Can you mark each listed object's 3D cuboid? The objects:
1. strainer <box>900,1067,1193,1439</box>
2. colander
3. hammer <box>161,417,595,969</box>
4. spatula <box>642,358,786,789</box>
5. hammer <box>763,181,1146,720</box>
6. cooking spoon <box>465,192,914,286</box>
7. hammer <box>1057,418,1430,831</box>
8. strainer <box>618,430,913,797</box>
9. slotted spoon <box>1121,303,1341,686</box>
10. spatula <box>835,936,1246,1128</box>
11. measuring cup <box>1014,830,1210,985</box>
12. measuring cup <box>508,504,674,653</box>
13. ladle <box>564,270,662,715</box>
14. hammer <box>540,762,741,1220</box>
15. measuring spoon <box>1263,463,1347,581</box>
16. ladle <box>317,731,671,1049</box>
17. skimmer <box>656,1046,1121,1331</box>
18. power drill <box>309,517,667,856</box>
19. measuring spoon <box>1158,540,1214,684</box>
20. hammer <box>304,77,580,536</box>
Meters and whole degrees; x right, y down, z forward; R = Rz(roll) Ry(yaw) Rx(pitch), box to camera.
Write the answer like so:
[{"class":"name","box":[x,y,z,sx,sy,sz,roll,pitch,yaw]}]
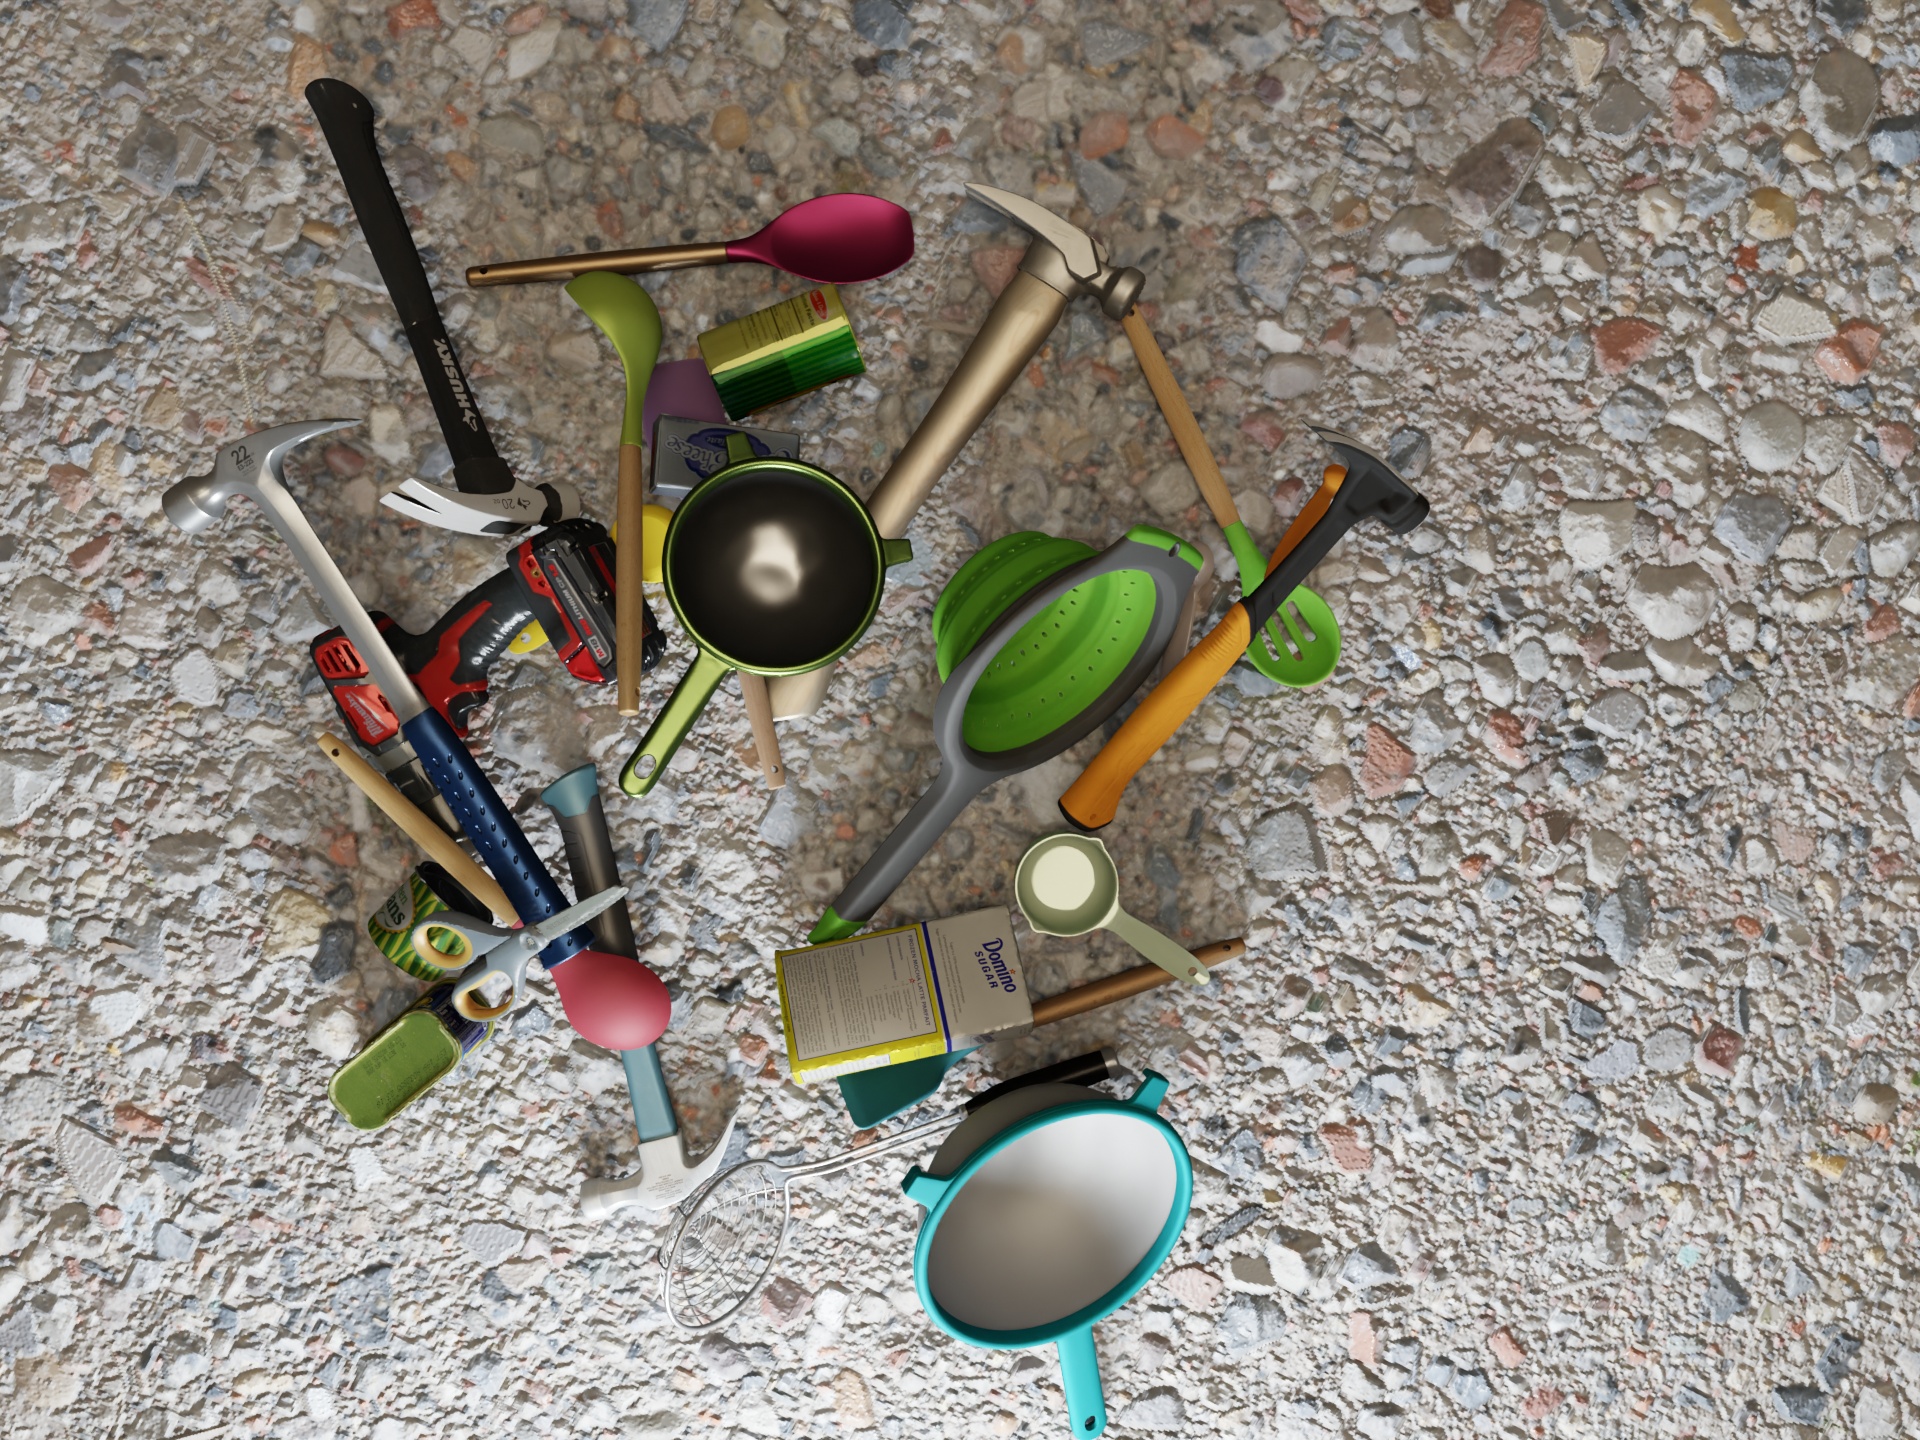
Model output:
[{"class":"strainer","box":[0.061,0.386,1.158,0.211,0.095,0.340,-19,122,-15]},{"class":"colander","box":[-0.002,-0.004,1.129,0.397,0.204,0.095,-50,60,17]},{"class":"hammer","box":[-0.366,-0.015,1.067,0.144,0.035,0.405,-30,96,14]},{"class":"spatula","box":[-0.169,-0.105,1.133,0.059,0.018,0.316,-14,87,-16]},{"class":"hammer","box":[-0.040,-0.182,1.140,0.146,0.038,0.410,34,94,4]},{"class":"cooking spoon","box":[-0.192,-0.331,1.133,0.319,0.017,0.069,-6,81,-2]},{"class":"hammer","box":[0.180,-0.054,1.119,0.127,0.034,0.337,27,110,-39]},{"class":"strainer","box":[-0.157,-0.057,1.088,0.151,0.069,0.256,32,81,-6]},{"class":"slotted spoon","box":[0.188,-0.167,1.160,0.070,0.031,0.314,-27,93,0]},{"class":"spatula","box":[0.062,0.215,1.174,0.317,0.044,0.082,-19,66,-3]},{"class":"measuring cup","box":[0.113,0.144,1.176,0.167,0.038,0.083,35,92,-7]},{"class":"measuring cup","box":[-0.263,-0.097,1.142,0.156,0.029,0.062,-38,95,-1]},{"class":"ladle","box":[-0.234,-0.157,1.072,0.062,0.078,0.320,-8,74,16]},{"class":"hammer","box":[-0.249,0.196,1.165,0.128,0.033,0.331,-13,95,-1]},{"class":"measuring spoon","box":[0.252,-0.140,1.155,0.021,0.011,0.117,36,74,-10]},{"class":"ladle","box":[-0.327,0.120,1.114,0.069,0.031,0.315,-45,98,2]},{"class":"skimmer","box":[-0.045,0.333,1.156,0.363,0.090,0.127,-20,130,-4]},{"class":"power drill","box":[-0.322,-0.021,1.115,0.226,0.080,0.188,-26,98,10]},{"class":"measuring spoon","box":[0.158,-0.071,1.163,0.018,0.034,0.124,4,100,-42]},{"class":"hammer","box":[-0.376,-0.282,1.086,0.035,0.146,0.335,-24,86,31]}]
